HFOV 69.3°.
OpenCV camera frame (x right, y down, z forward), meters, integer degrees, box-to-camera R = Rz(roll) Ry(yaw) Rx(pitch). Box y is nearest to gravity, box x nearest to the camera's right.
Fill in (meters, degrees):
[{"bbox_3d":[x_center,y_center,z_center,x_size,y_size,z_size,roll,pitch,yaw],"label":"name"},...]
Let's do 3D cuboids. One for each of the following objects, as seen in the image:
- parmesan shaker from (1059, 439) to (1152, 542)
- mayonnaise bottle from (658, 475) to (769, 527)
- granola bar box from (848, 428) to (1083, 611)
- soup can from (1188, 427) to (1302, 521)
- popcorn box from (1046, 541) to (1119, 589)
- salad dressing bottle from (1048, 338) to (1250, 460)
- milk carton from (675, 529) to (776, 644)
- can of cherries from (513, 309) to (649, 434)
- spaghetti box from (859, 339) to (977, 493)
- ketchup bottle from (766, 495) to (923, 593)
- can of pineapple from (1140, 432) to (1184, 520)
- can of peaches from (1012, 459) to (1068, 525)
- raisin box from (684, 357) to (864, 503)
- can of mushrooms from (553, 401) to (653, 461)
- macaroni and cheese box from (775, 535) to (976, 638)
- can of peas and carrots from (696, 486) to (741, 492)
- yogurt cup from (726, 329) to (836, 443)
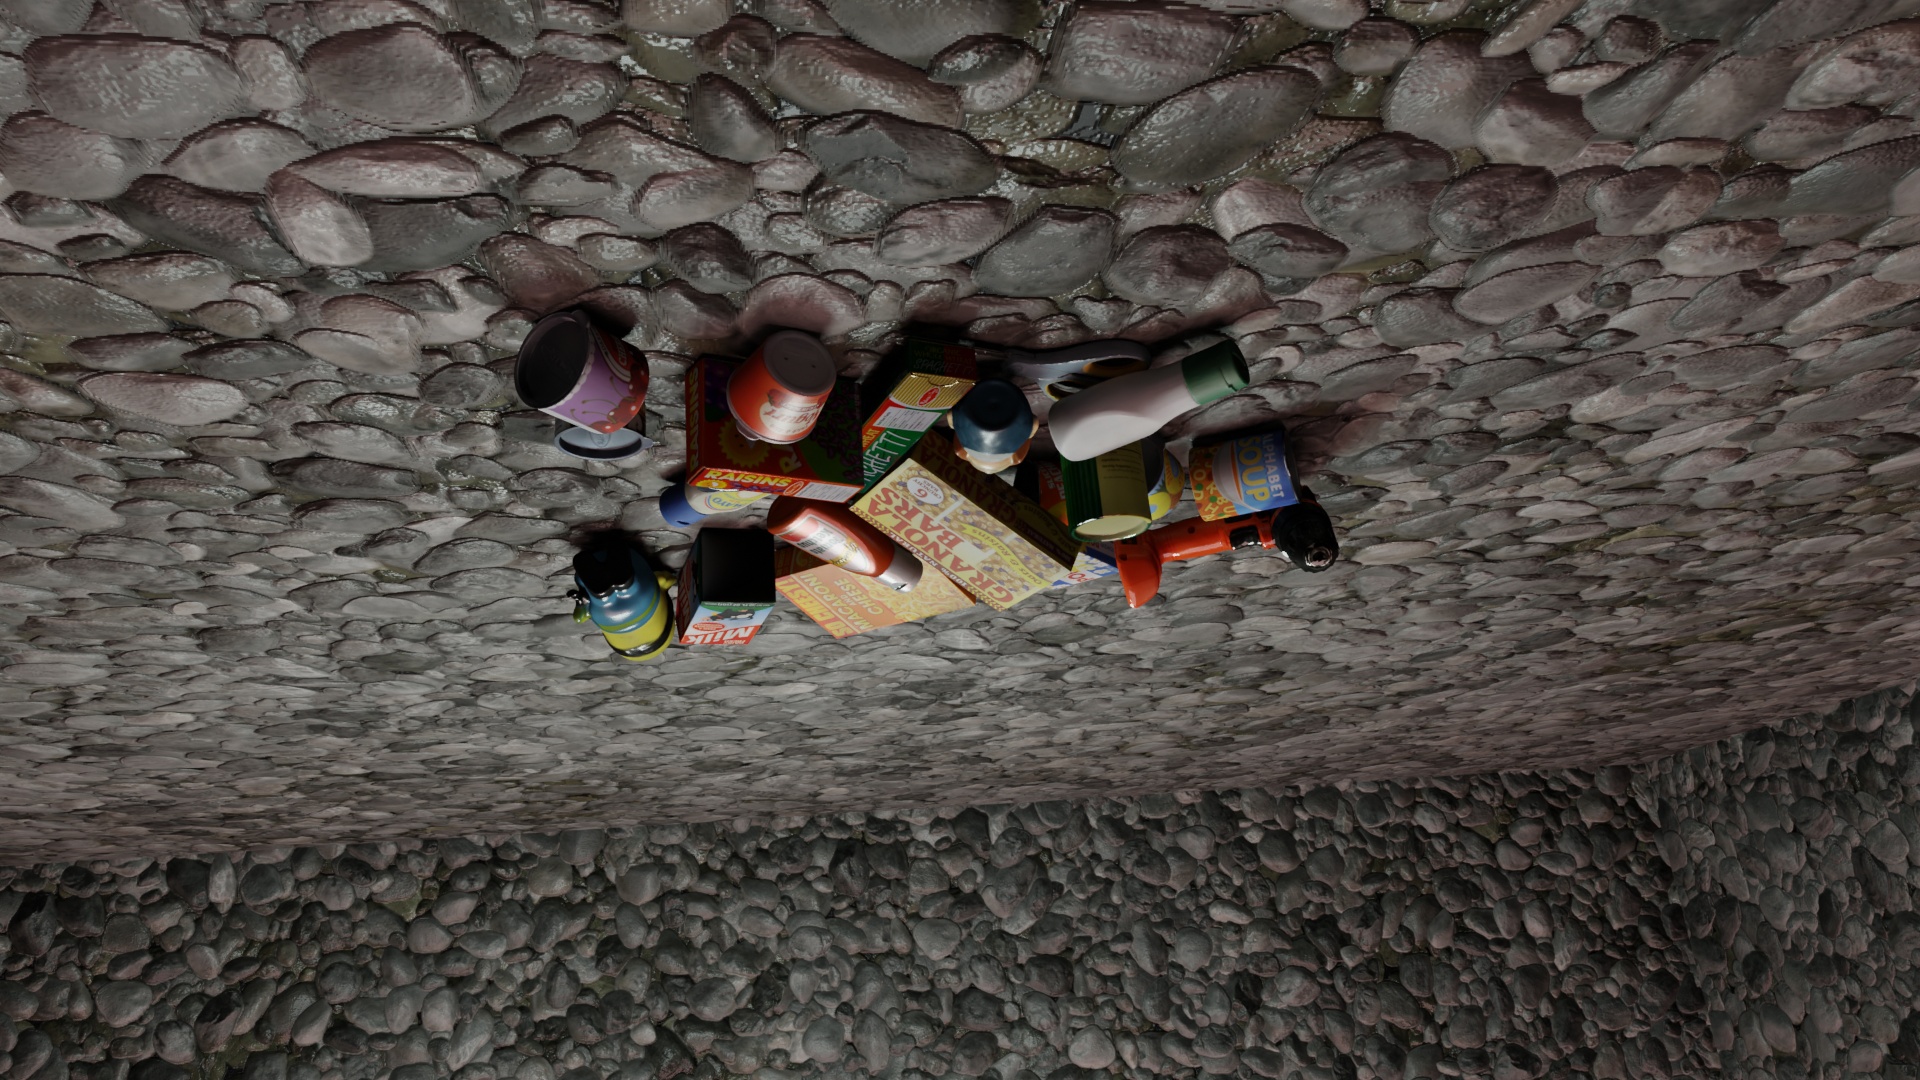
[{"bbox_3d":[0.110,-0.057,1.098,0.071,0.103,0.071,-4,161,-1],"label":"parmesan shaker"},{"bbox_3d":[-0.189,-0.048,1.139,0.147,0.041,0.065,-22,156,39],"label":"mayonnaise bottle"},{"bbox_3d":[0.004,-0.015,1.174,0.165,0.039,0.123,35,148,-13],"label":"granola bar box"},{"bbox_3d":[0.243,-0.056,1.189,0.083,0.071,0.071,-12,159,19],"label":"soup can"},{"bbox_3d":[0.096,0.011,1.387,0.085,0.038,0.126,-16,158,31],"label":"popcorn box"},{"bbox_3d":[0.137,-0.103,1.018,0.147,0.044,0.064,-21,154,27],"label":"salad dressing bottle"},{"bbox_3d":[-0.237,0.055,1.376,0.072,0.073,0.189,2,160,-18],"label":"milk carton"},{"bbox_3d":[-0.246,-0.111,0.912,0.071,0.071,0.058,-15,158,27],"label":"can of cherries"},{"bbox_3d":[-0.058,-0.088,1.055,0.050,0.029,0.249,6,161,-22],"label":"spaghetti box"},{"bbox_3d":[-0.098,0.001,1.242,0.064,0.044,0.148,-27,135,37],"label":"ketchup bottle"},{"bbox_3d":[0.151,-0.055,1.170,0.071,0.071,0.058,-14,159,24],"label":"can of pineapple"},{"bbox_3d":[0.083,-0.038,1.205,0.058,0.071,0.071,2,159,-18],"label":"can of peaches"},{"bbox_3d":[-0.134,-0.078,0.999,0.123,0.086,0.040,6,161,-30],"label":"raisin box"},{"bbox_3d":[-0.263,-0.086,1.026,0.071,0.033,0.070,-4,160,-2],"label":"can of mushrooms"},{"bbox_3d":[-0.085,0.037,1.365,0.166,0.040,0.123,-15,141,27],"label":"macaroni and cheese box"},{"bbox_3d":[-0.173,-0.074,1.044,0.071,0.059,0.070,-4,161,-1],"label":"can of peas and carrots"},{"bbox_3d":[-0.120,-0.108,0.955,0.072,0.072,0.053,6,150,-29],"label":"yogurt cup"}]
